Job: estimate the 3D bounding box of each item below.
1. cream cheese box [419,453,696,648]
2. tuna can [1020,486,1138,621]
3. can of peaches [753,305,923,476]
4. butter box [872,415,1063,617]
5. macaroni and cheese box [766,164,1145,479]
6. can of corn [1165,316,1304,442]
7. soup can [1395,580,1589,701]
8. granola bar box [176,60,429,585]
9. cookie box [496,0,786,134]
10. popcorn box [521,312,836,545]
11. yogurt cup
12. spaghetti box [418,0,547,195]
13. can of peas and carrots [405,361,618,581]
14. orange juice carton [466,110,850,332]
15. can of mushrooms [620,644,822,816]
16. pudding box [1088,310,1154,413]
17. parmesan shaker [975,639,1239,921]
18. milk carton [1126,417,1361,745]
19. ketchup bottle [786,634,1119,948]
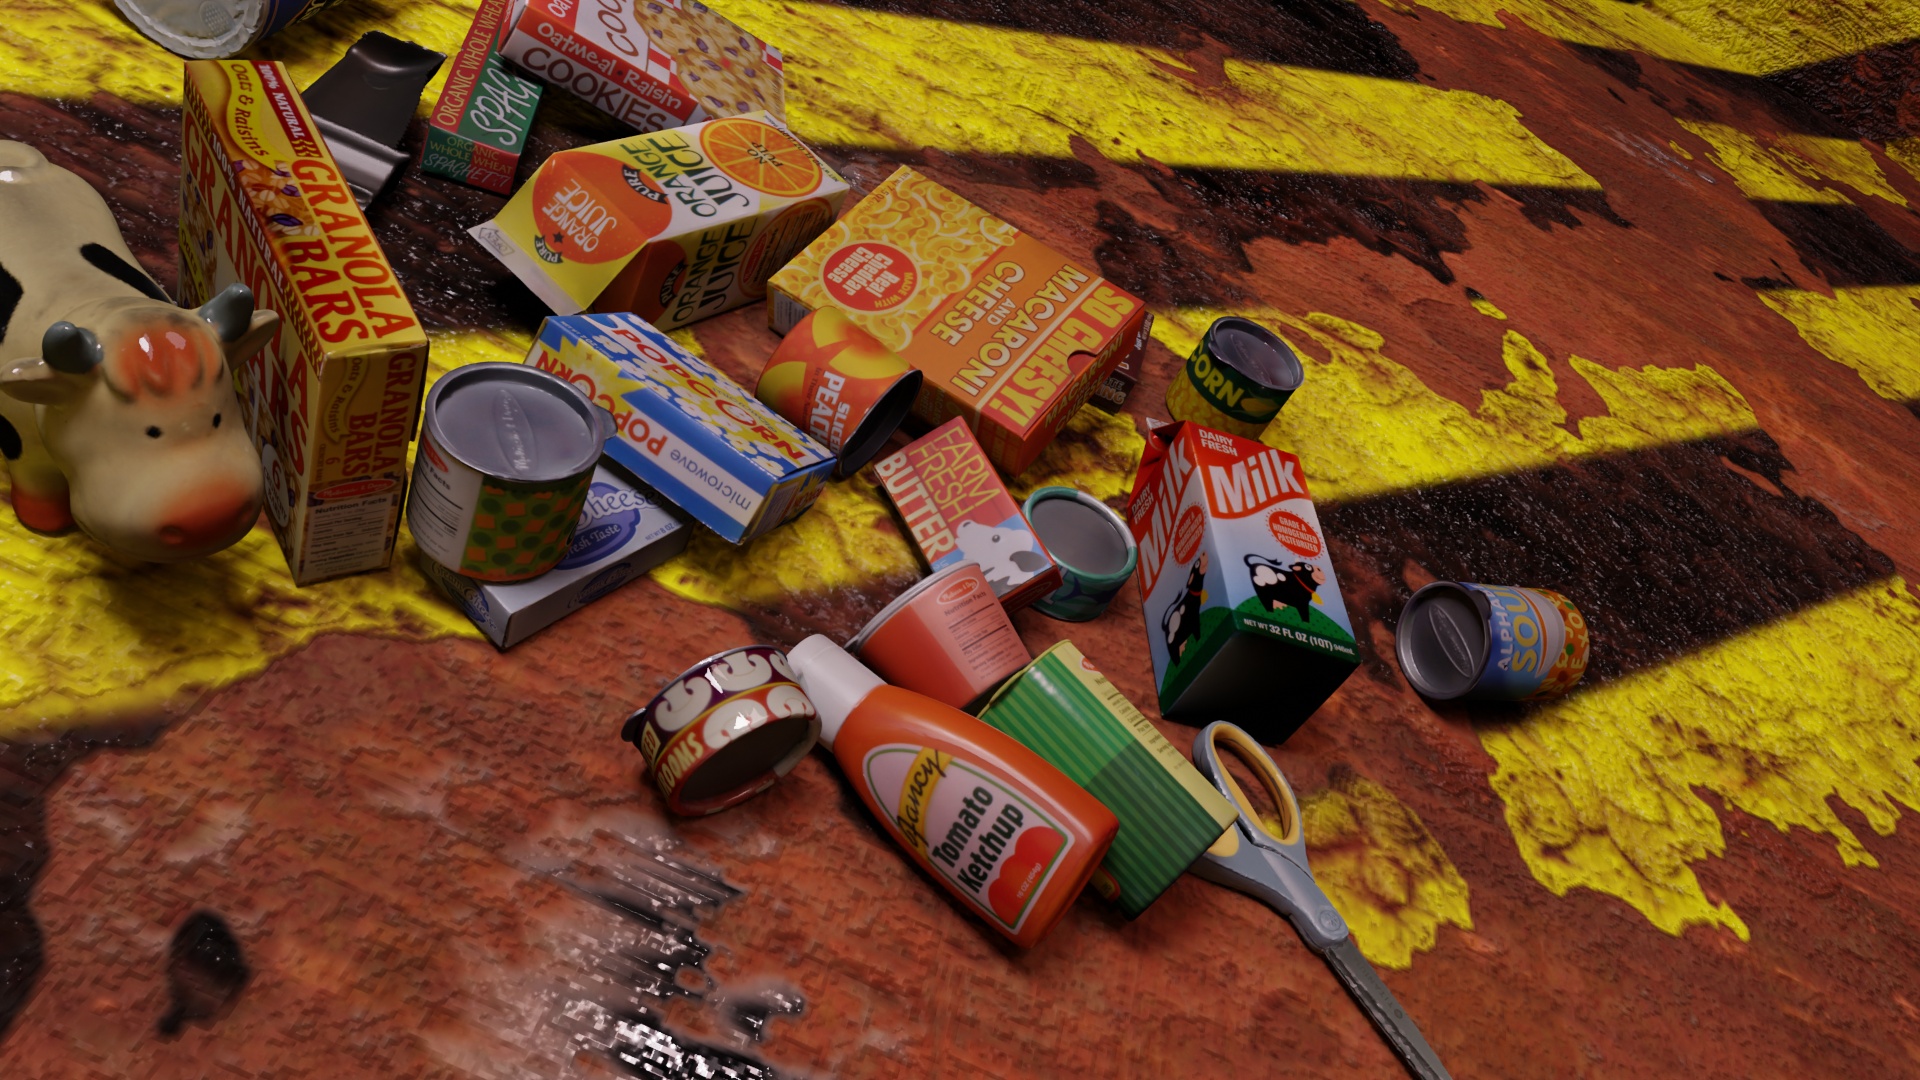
[{"bbox_3d":[-0.167,0.001,0.585,0.053,0.024,0.104,41,41,13],"label":"cream cheese box"},{"bbox_3d":[0.053,0.006,0.709,0.071,0.032,0.071,18,41,-16],"label":"tuna can"},{"bbox_3d":[-0.062,-0.074,0.693,0.058,0.071,0.071,38,40,8],"label":"can of peaches"},{"bbox_3d":[0.002,-0.009,0.679,0.053,0.024,0.104,-30,61,-1],"label":"butter box"},{"bbox_3d":[-0.002,-0.123,0.757,0.166,0.040,0.124,32,58,15],"label":"macaroni and cheese box"},{"bbox_3d":[0.168,-0.096,0.865,0.071,0.058,0.071,17,42,-16],"label":"can of corn"},{"bbox_3d":[0.302,0.056,0.782,0.084,0.071,0.071,5,47,-29],"label":"soup can"},{"bbox_3d":[-0.259,-0.085,0.539,0.039,0.123,0.166,-13,57,-39],"label":"granola bar box"},{"bbox_3d":[-0.186,-0.292,0.834,0.167,0.040,0.123,24,39,-31],"label":"cookie box"},{"bbox_3d":[-0.126,-0.053,0.631,0.127,0.038,0.085,35,16,5],"label":"popcorn box"},{"bbox_3d":[-0.005,0.049,0.607,0.073,0.072,0.054,-24,73,-45],"label":"yogurt cup"},{"bbox_3d":[-0.264,-0.286,0.814,0.050,0.028,0.251,16,42,-19],"label":"spaghetti box"},{"bbox_3d":[-0.175,-0.027,0.542,0.071,0.058,0.071,17,41,-15],"label":"can of peas and carrots"},{"bbox_3d":[-0.153,-0.160,0.720,0.072,0.072,0.193,43,42,14],"label":"orange juice carton"},{"bbox_3d":[-0.090,0.073,0.526,0.071,0.070,0.033,-14,59,-40],"label":"can of mushrooms"},{"bbox_3d":[0.088,-0.121,0.862,0.050,0.030,0.084,26,40,-4],"label":"pudding box"},{"bbox_3d":[0.058,0.101,0.586,0.103,0.071,0.071,45,42,15],"label":"parmesan shaker"},{"bbox_3d":[0.140,0.005,0.733,0.072,0.073,0.191,16,42,-17],"label":"milk carton"},{"bbox_3d":[-0.012,0.094,0.560,0.149,0.064,0.043,35,18,18],"label":"ketchup bottle"}]
